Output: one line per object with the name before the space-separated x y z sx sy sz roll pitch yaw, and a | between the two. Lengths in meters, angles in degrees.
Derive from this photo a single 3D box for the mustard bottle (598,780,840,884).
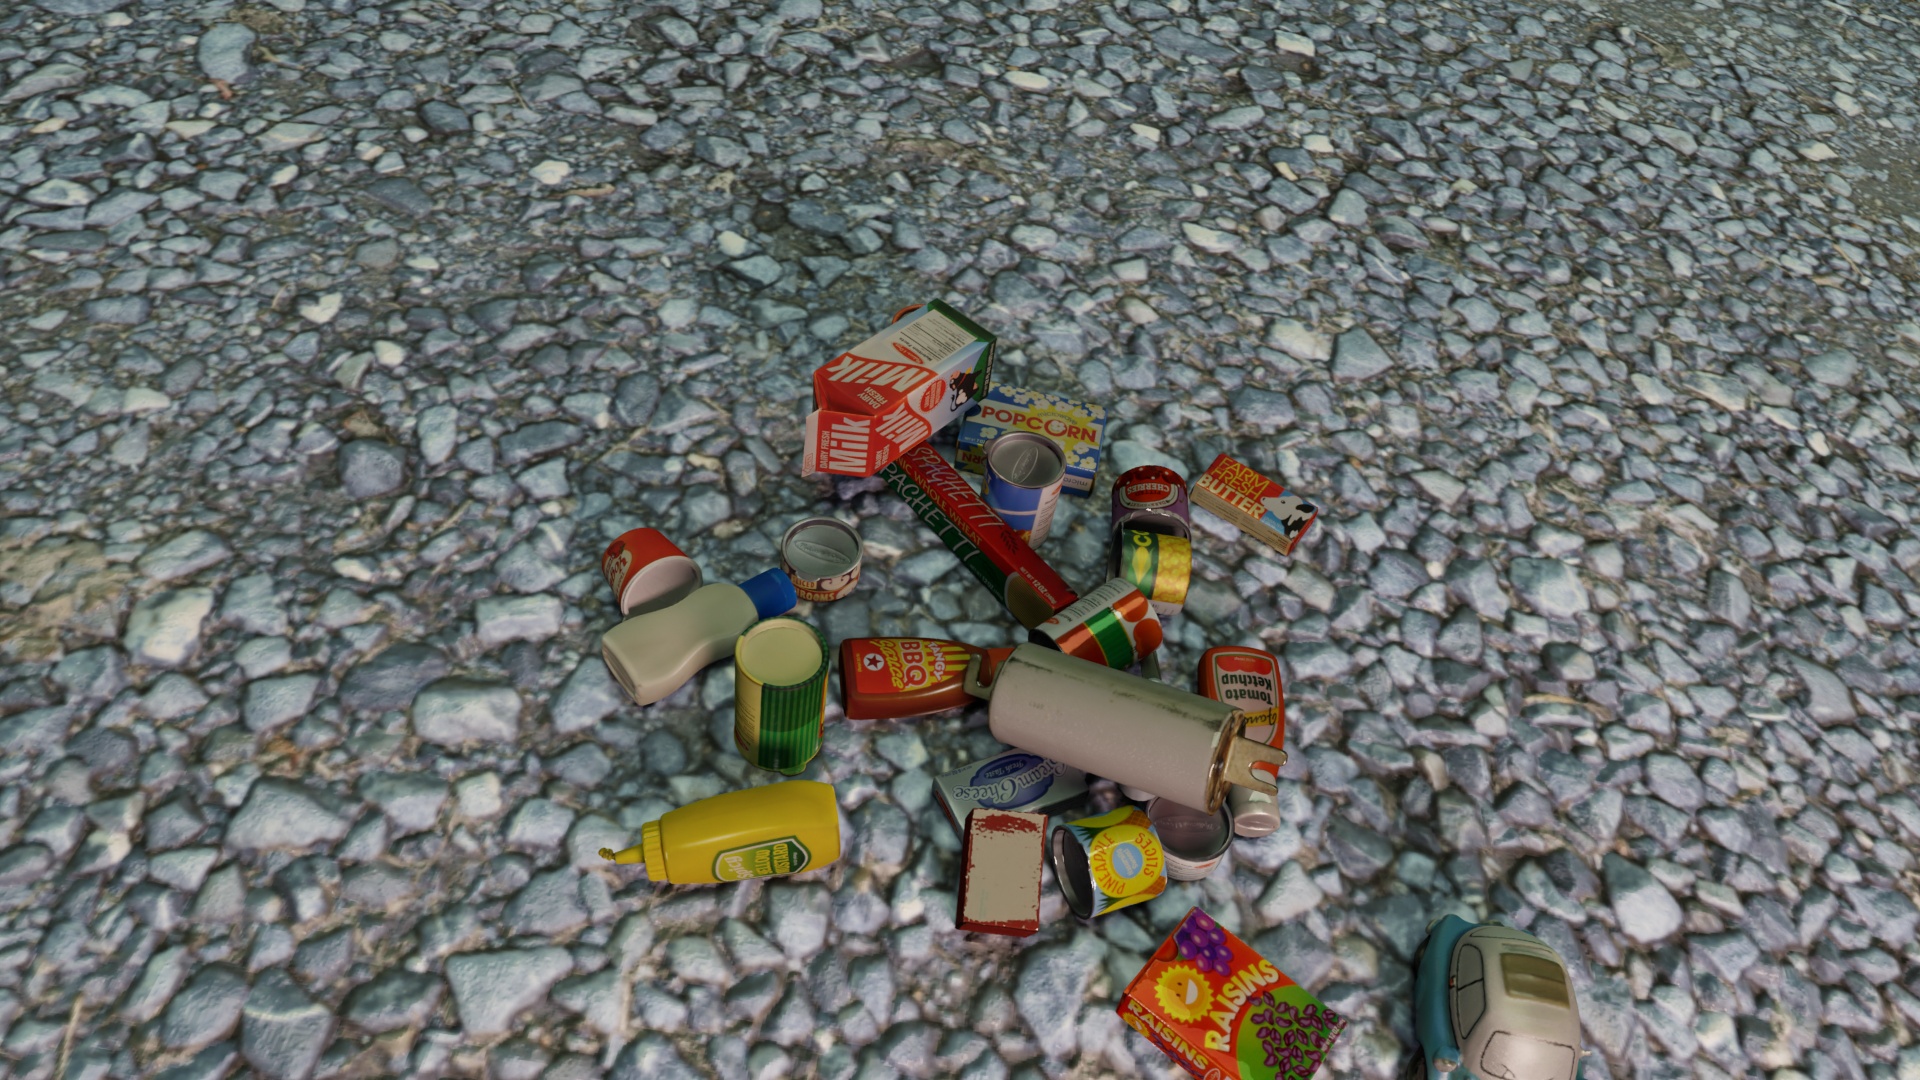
mustard bottle | -0.162 0.203 0.937 0.160 0.065 0.049 -8 46 -9

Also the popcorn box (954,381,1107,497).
popcorn box | 0.064 -0.092 1.247 0.127 0.038 0.085 13 50 1

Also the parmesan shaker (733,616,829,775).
parmesan shaker | -0.127 0.112 0.992 0.071 0.102 0.072 5 49 -6

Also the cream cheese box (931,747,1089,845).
cream cheese box | 0.037 0.182 1.012 0.104 0.024 0.053 -16 55 -22

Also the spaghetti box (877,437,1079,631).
spaghetti box | 0.004 -0.015 1.161 0.029 0.049 0.251 -27 58 -30

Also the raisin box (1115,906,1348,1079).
raisin box | 0.177 0.313 0.911 0.123 0.039 0.086 35 54 21

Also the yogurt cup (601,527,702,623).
yogurt cup | -0.241 0.026 1.075 0.072 0.072 0.054 -24 49 -27

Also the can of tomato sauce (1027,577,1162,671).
can of tomato sauce | 0.105 0.078 1.076 0.083 0.070 0.071 -30 60 -20

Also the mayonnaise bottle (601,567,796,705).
mayonnaise bottle | -0.195 0.067 1.062 0.149 0.041 0.065 -28 60 -30

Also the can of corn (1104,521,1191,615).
can of corn | 0.154 0.023 1.139 0.058 0.070 0.071 9 48 -3

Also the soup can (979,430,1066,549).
soup can | 0.047 -0.041 1.168 0.071 0.083 0.072 5 48 -5

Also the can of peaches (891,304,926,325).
can of peaches | -0.036 -0.179 1.292 0.071 0.057 0.071 5 49 -6

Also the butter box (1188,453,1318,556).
butter box | 0.261 -0.033 1.237 0.103 0.024 0.053 33 53 18

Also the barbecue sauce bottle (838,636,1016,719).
barbecue sauce bottle | -0.017 0.102 1.059 0.149 0.043 0.065 -1 48 -11

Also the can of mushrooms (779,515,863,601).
can of mushrooms | -0.114 0.017 1.124 0.071 0.033 0.071 5 49 -6

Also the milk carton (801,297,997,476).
milk carton | -0.061 -0.121 1.162 0.073 0.072 0.191 37 53 22

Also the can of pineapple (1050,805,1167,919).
can of pineapple | 0.103 0.221 0.959 0.058 0.070 0.071 -12 52 -19

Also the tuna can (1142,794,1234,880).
tuna can | 0.162 0.207 1.004 0.071 0.032 0.071 5 49 -5

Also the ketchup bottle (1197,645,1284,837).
ketchup bottle | 0.217 0.151 1.056 0.065 0.043 0.149 6 49 -4

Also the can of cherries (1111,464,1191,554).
can of cherries | 0.162 -0.023 1.181 0.071 0.071 0.059 8 48 -3
